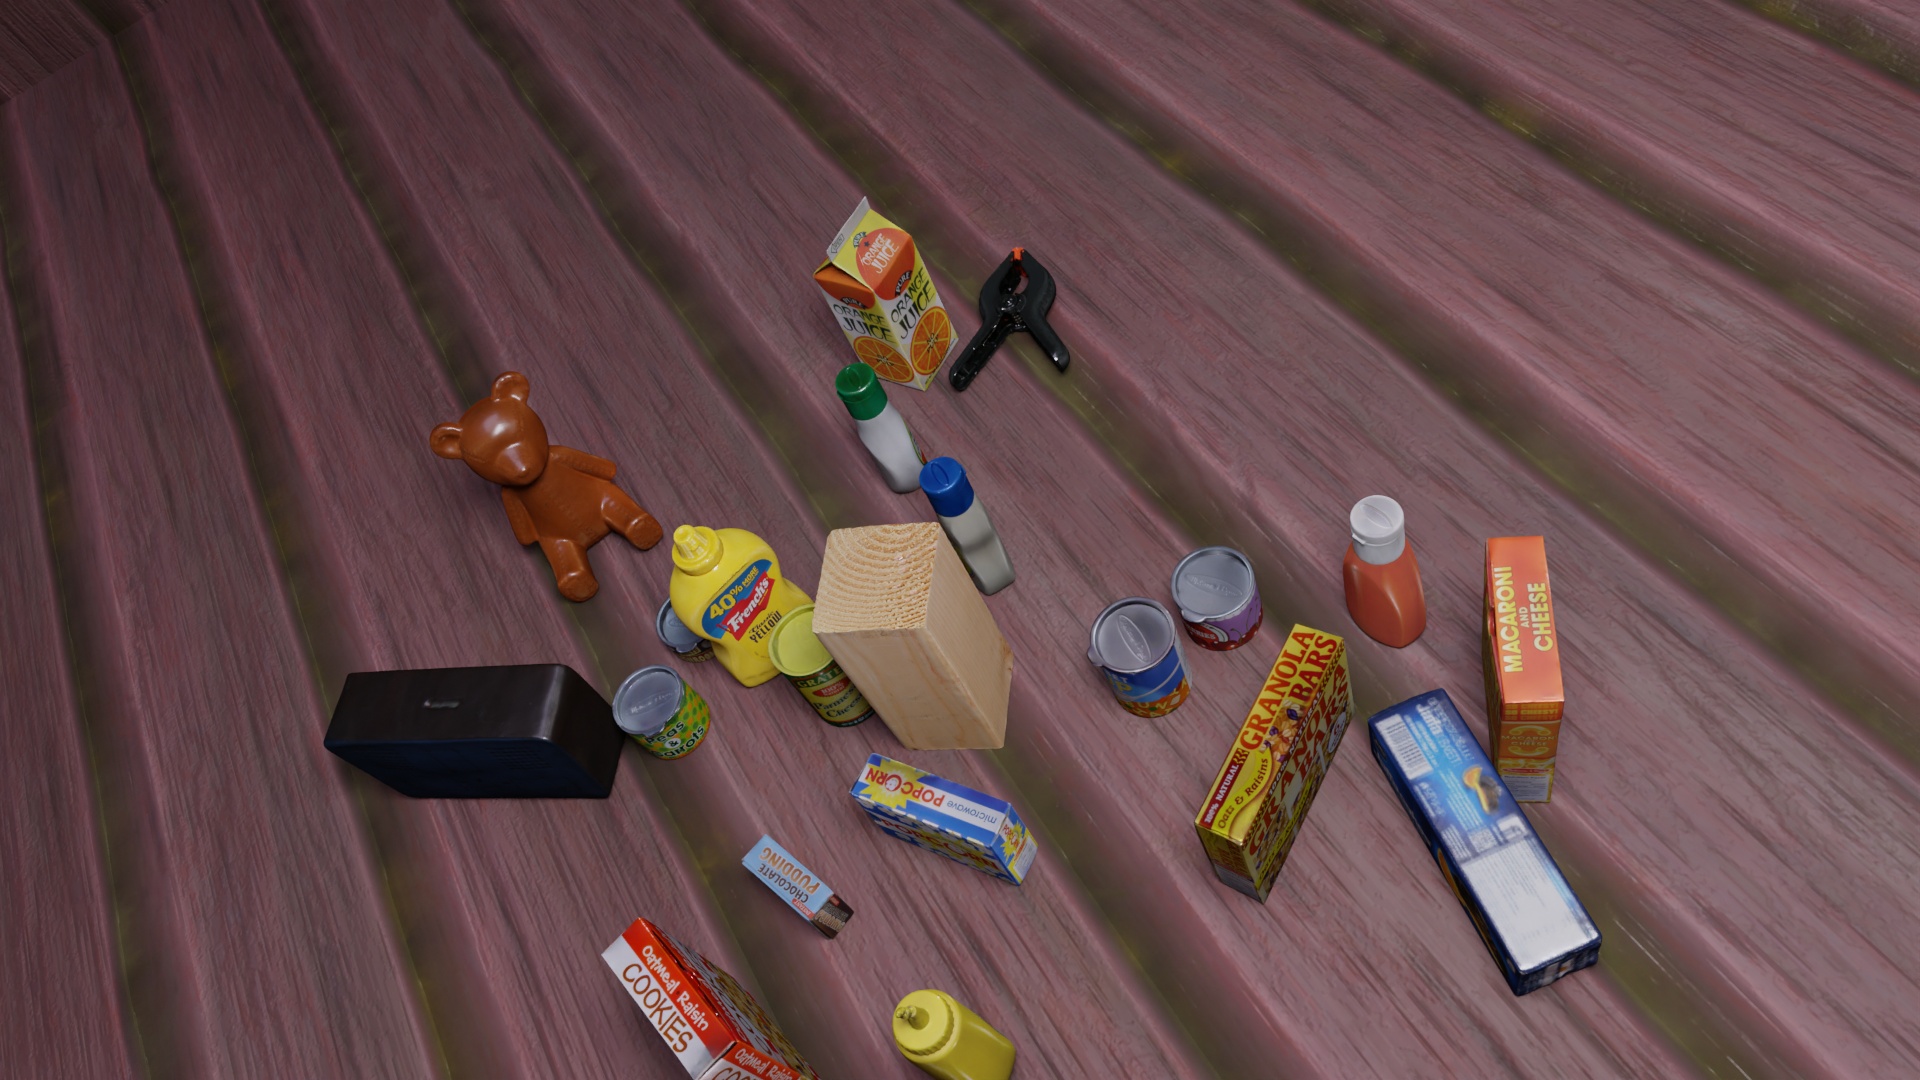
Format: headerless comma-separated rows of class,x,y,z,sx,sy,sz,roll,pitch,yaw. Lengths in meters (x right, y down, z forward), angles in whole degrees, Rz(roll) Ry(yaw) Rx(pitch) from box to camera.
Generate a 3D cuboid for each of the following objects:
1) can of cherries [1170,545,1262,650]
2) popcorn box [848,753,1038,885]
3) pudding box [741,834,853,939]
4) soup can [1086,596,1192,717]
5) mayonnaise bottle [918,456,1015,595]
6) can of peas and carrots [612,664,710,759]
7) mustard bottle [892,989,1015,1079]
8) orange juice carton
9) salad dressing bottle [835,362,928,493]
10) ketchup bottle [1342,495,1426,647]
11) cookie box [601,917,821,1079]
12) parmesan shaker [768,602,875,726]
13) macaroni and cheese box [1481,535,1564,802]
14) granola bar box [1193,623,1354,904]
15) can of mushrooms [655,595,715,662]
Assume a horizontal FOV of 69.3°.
can of cherries,0.204,0.049,1.110,0.071,0.058,0.072,-9,55,14
popcorn box,-0.011,0.213,1.061,0.127,0.085,0.038,15,64,28
pudding box,-0.128,0.271,1.087,0.084,0.049,0.030,31,72,33
soup can,0.140,0.094,1.087,0.071,0.083,0.072,-9,55,14
mayonnaise bottle,0.004,-0.015,1.168,0.041,0.147,0.065,-32,53,-2
can of peas and carrots,-0.258,0.152,1.207,0.071,0.058,0.071,-9,55,14
mustard bottle,-0.010,0.334,0.933,0.065,0.159,0.049,13,63,27
orange juice carton,-0.075,-0.233,1.315,0.073,0.192,0.072,19,66,29
salad dressing bottle,-0.070,-0.101,1.253,0.044,0.147,0.064,-31,53,-1
ketchup bottle,0.313,0.022,1.033,0.043,0.148,0.065,-40,54,-8
cookie box,-0.169,0.342,0.980,0.040,0.166,0.123,-45,55,-11
parmesan shaker,-0.107,0.104,1.157,0.071,0.102,0.071,-9,55,14
macaroni and cheese box,0.381,0.092,0.950,0.040,0.165,0.124,-4,57,18
granola bar box,0.226,0.159,0.988,0.039,0.123,0.166,20,66,30
can of mushrooms,-0.241,0.078,1.267,0.071,0.033,0.071,-9,55,14
